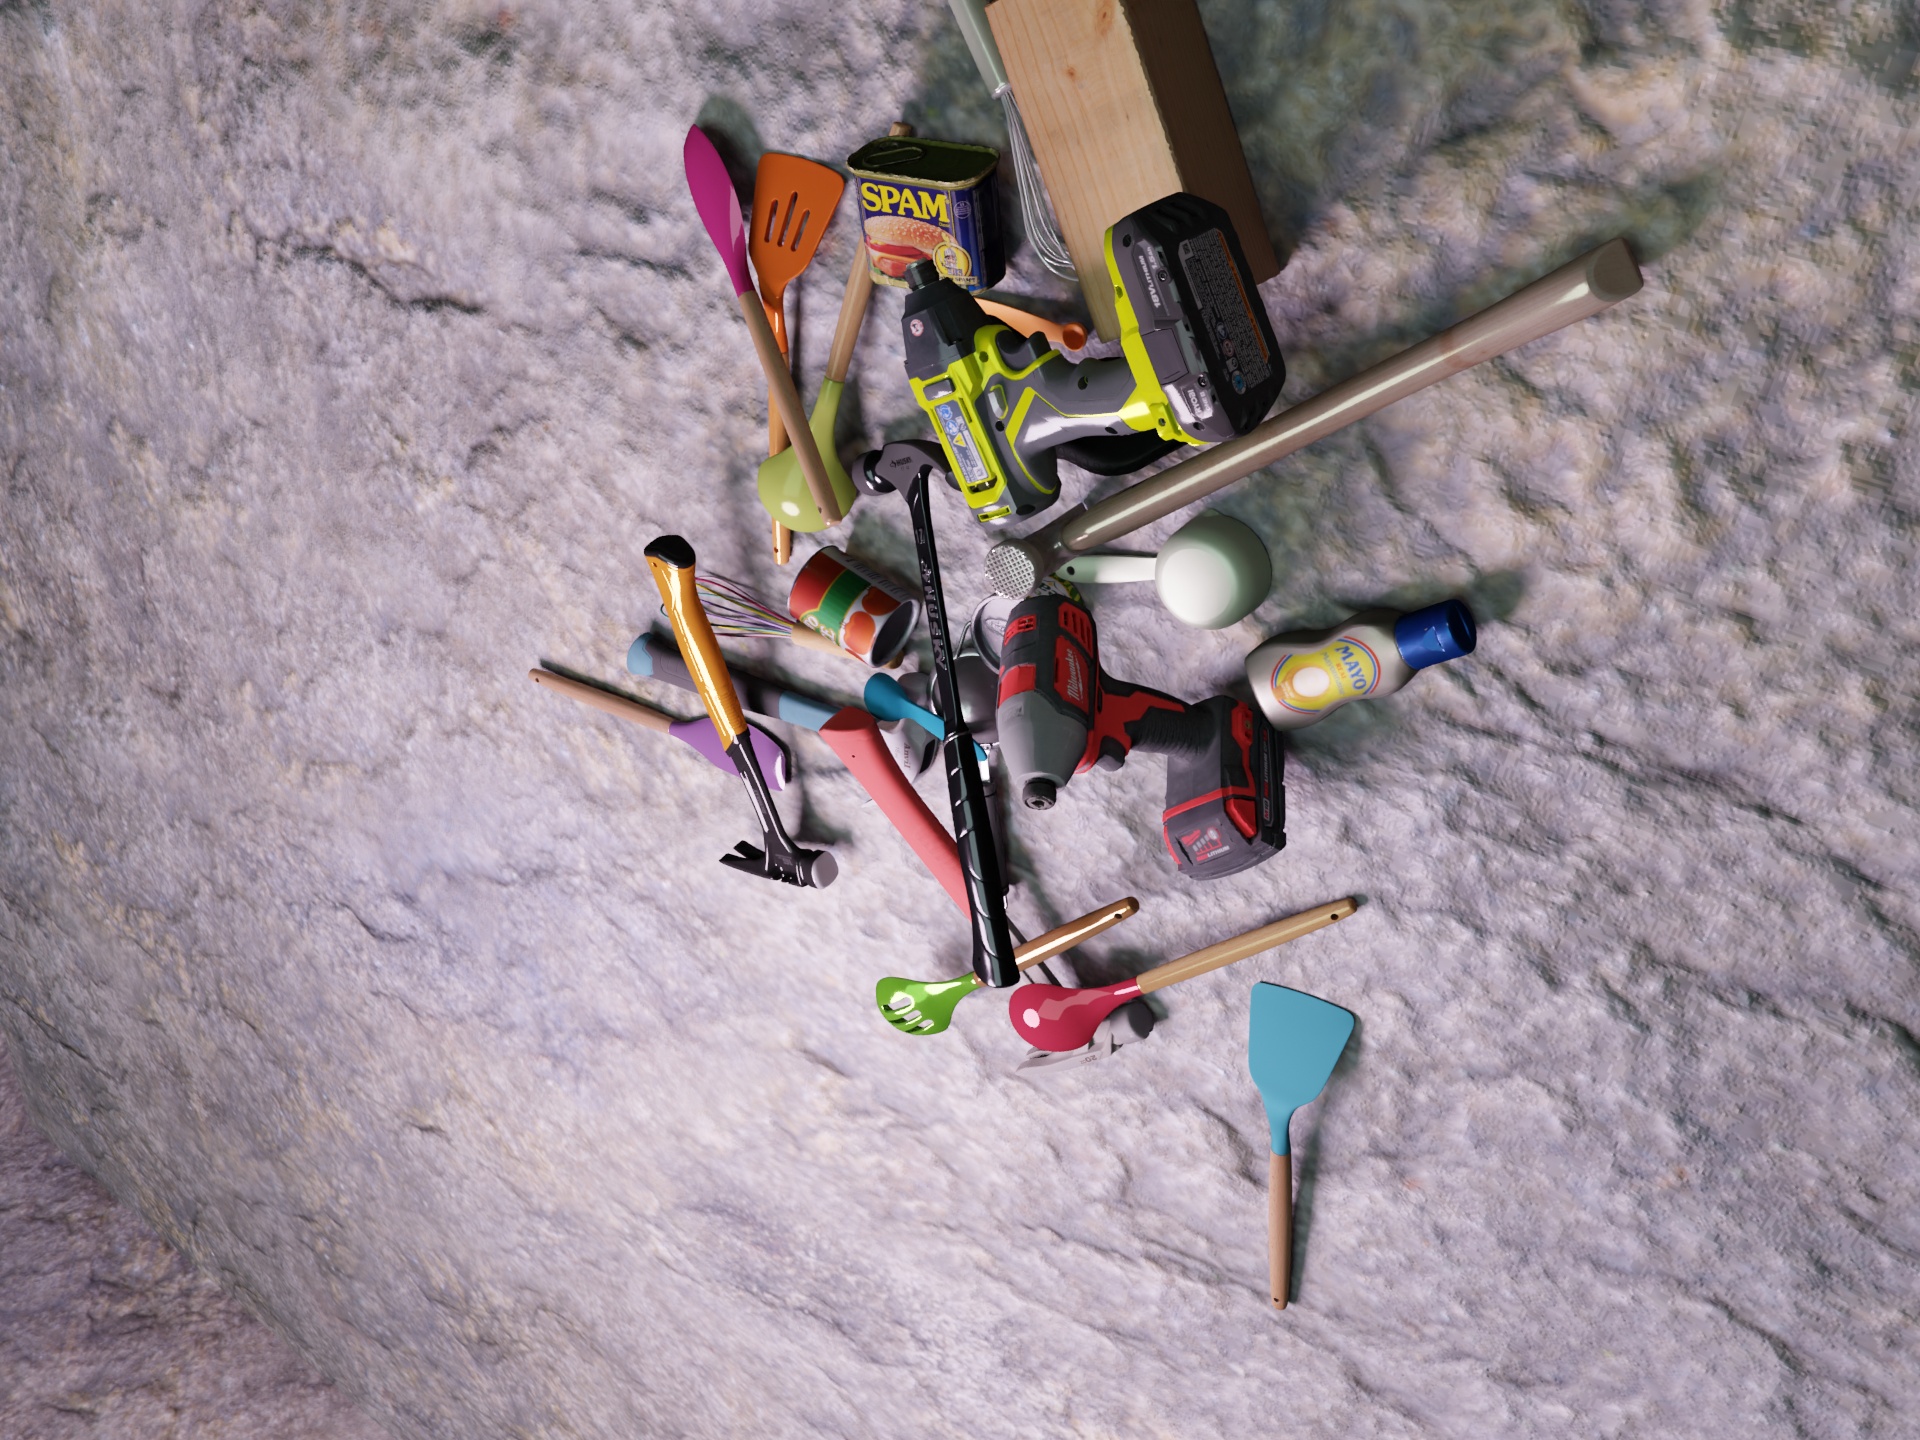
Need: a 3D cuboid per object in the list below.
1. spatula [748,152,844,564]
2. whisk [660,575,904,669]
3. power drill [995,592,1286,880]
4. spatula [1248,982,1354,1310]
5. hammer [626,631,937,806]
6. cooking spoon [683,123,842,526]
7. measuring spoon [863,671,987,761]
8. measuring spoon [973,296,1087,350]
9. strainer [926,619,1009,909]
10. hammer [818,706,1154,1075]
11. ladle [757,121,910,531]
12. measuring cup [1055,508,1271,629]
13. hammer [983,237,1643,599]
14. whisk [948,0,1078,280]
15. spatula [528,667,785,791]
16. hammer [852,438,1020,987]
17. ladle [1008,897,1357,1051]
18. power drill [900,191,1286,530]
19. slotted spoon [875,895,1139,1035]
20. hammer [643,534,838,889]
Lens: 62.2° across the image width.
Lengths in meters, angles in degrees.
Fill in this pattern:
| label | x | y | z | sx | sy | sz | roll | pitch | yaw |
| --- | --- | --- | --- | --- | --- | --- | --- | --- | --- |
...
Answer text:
| label | x | y | z | sx | sy | sz | roll | pitch | yaw |
| --- | --- | --- | --- | --- | --- | --- | --- | --- | --- |
| spatula | -0.133 | -0.266 | 1.227 | 0.081 | 0.041 | 0.322 | 25 | 131 | 27 |
| whisk | -0.155 | -0.081 | 1.330 | 0.245 | 0.051 | 0.047 | 16 | 117 | 27 |
| power drill | 0.115 | 0.021 | 1.048 | 0.219 | 0.143 | 0.078 | 27 | 143 | -31 |
| spatula | 0.260 | 0.351 | 1.259 | 0.082 | 0.044 | 0.317 | 15 | 126 | 31 |
| hammer | -0.161 | -0.018 | 1.374 | 0.331 | 0.033 | 0.128 | 18 | 122 | 30 |
| cooking spoon | -0.148 | -0.290 | 1.171 | 0.069 | 0.017 | 0.319 | -33 | 77 | 63 |
| measuring spoon | -0.032 | 0.004 | 1.235 | 0.129 | 0.021 | 0.042 | 31 | 138 | 32 |
| measuring spoon | 0.040 | -0.276 | 1.097 | 0.117 | 0.011 | 0.021 | 23 | 126 | 31 |
| strainer | 0.019 | 0.047 | 1.268 | 0.087 | 0.050 | 0.258 | 3 | 120 | 20 |
| hammer | 0.001 | 0.141 | 1.298 | 0.149 | 0.037 | 0.359 | -28 | 104 | 43 |
| ladle | -0.085 | -0.281 | 1.171 | 0.078 | 0.062 | 0.320 | 15 | 120 | -7 |
| measuring cup | 0.130 | -0.100 | 1.100 | 0.168 | 0.038 | 0.083 | 3 | 115 | 34 |
| hammer | 0.206 | -0.180 | 0.969 | 0.410 | 0.146 | 0.038 | -23 | 97 | 33 |
| whisk | 0.035 | -0.395 | 1.012 | 0.246 | 0.059 | 0.058 | 65 | 170 | -4 |
| spatula | -0.288 | -0.003 | 1.490 | 0.316 | 0.018 | 0.059 | 18 | 121 | 28 |
| hammer | -0.002 | -0.004 | 1.166 | 0.149 | 0.036 | 0.409 | 2 | 103 | 62 |
| ladle | 0.160 | 0.193 | 1.212 | 0.315 | 0.031 | 0.069 | -28 | 106 | 31 |
| power drill | 0.064 | -0.217 | 0.941 | 0.223 | 0.080 | 0.171 | -10 | 110 | 45 |
| slotted spoon | 0.030 | 0.198 | 1.279 | 0.070 | 0.031 | 0.313 | 46 | 133 | -12 |
| hammer | -0.203 | -0.003 | 1.362 | 0.127 | 0.034 | 0.336 | 8 | 126 | 39 |
